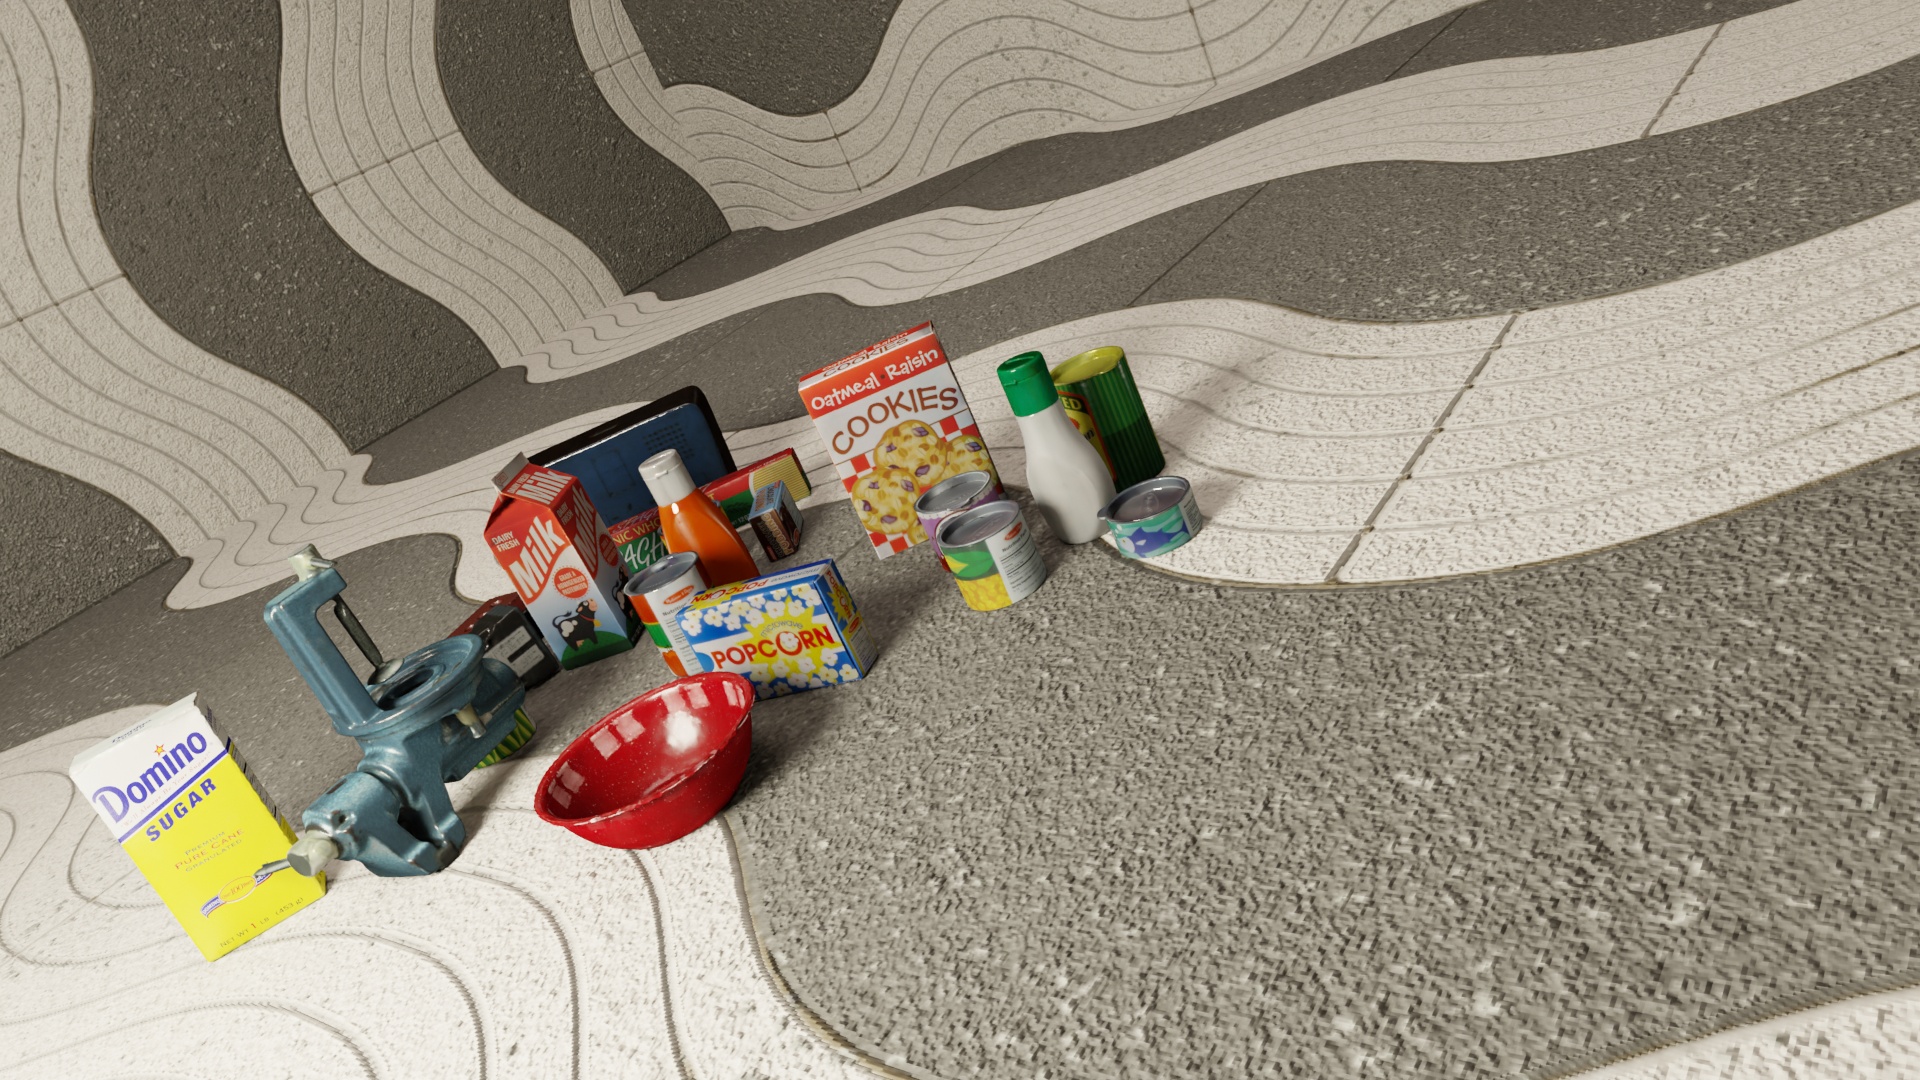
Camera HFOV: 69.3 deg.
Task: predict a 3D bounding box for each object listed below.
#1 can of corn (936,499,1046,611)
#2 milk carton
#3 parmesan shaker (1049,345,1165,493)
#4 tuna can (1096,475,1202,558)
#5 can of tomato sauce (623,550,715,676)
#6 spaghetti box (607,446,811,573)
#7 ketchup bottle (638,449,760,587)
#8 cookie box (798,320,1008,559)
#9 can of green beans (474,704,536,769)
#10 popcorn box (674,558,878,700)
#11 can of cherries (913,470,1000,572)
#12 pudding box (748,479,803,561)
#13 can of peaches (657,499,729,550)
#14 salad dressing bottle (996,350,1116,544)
[{"bbox_3d":[0.022,0.011,1.031,0.071,0.058,0.071,-21,22,9],"label":"can of corn"},{"bbox_3d":[-0.359,0.014,1.245,0.073,0.190,0.073,-19,22,13],"label":"milk carton"},{"bbox_3d":[0.119,-0.095,1.116,0.071,0.102,0.071,-21,21,9],"label":"parmesan shaker"},{"bbox_3d":[0.138,-0.016,1.008,0.071,0.032,0.071,-21,22,9],"label":"tuna can"},{"bbox_3d":[-0.228,0.060,1.147,0.071,0.083,0.071,-21,21,9],"label":"can of tomato sauce"},{"bbox_3d":[-0.277,-0.022,1.434,0.250,0.050,0.029,-24,21,1],"label":"spaghetti box"},{"bbox_3d":[-0.231,-0.007,1.218,0.065,0.148,0.043,-25,21,-1],"label":"ketchup bottle"},{"bbox_3d":[-0.047,-0.084,1.176,0.123,0.167,0.040,-23,21,4],"label":"cookie box"},{"bbox_3d":[-0.397,0.148,1.155,0.071,0.057,0.071,-21,22,9],"label":"can of green beans"},{"bbox_3d":[-0.135,0.069,1.025,0.126,0.085,0.038,-14,23,25],"label":"popcorn box"},{"bbox_3d":[0.004,-0.014,1.108,0.071,0.058,0.072,-21,22,9],"label":"can of cherries"},{"bbox_3d":[-0.175,-0.020,1.323,0.030,0.049,0.084,-22,21,6],"label":"pudding box"},{"bbox_3d":[-0.249,0.001,1.341,0.071,0.058,0.071,-21,22,9],"label":"can of peaches"},{"bbox_3d":[0.071,-0.070,1.046,0.064,0.147,0.044,-5,29,41],"label":"salad dressing bottle"}]
